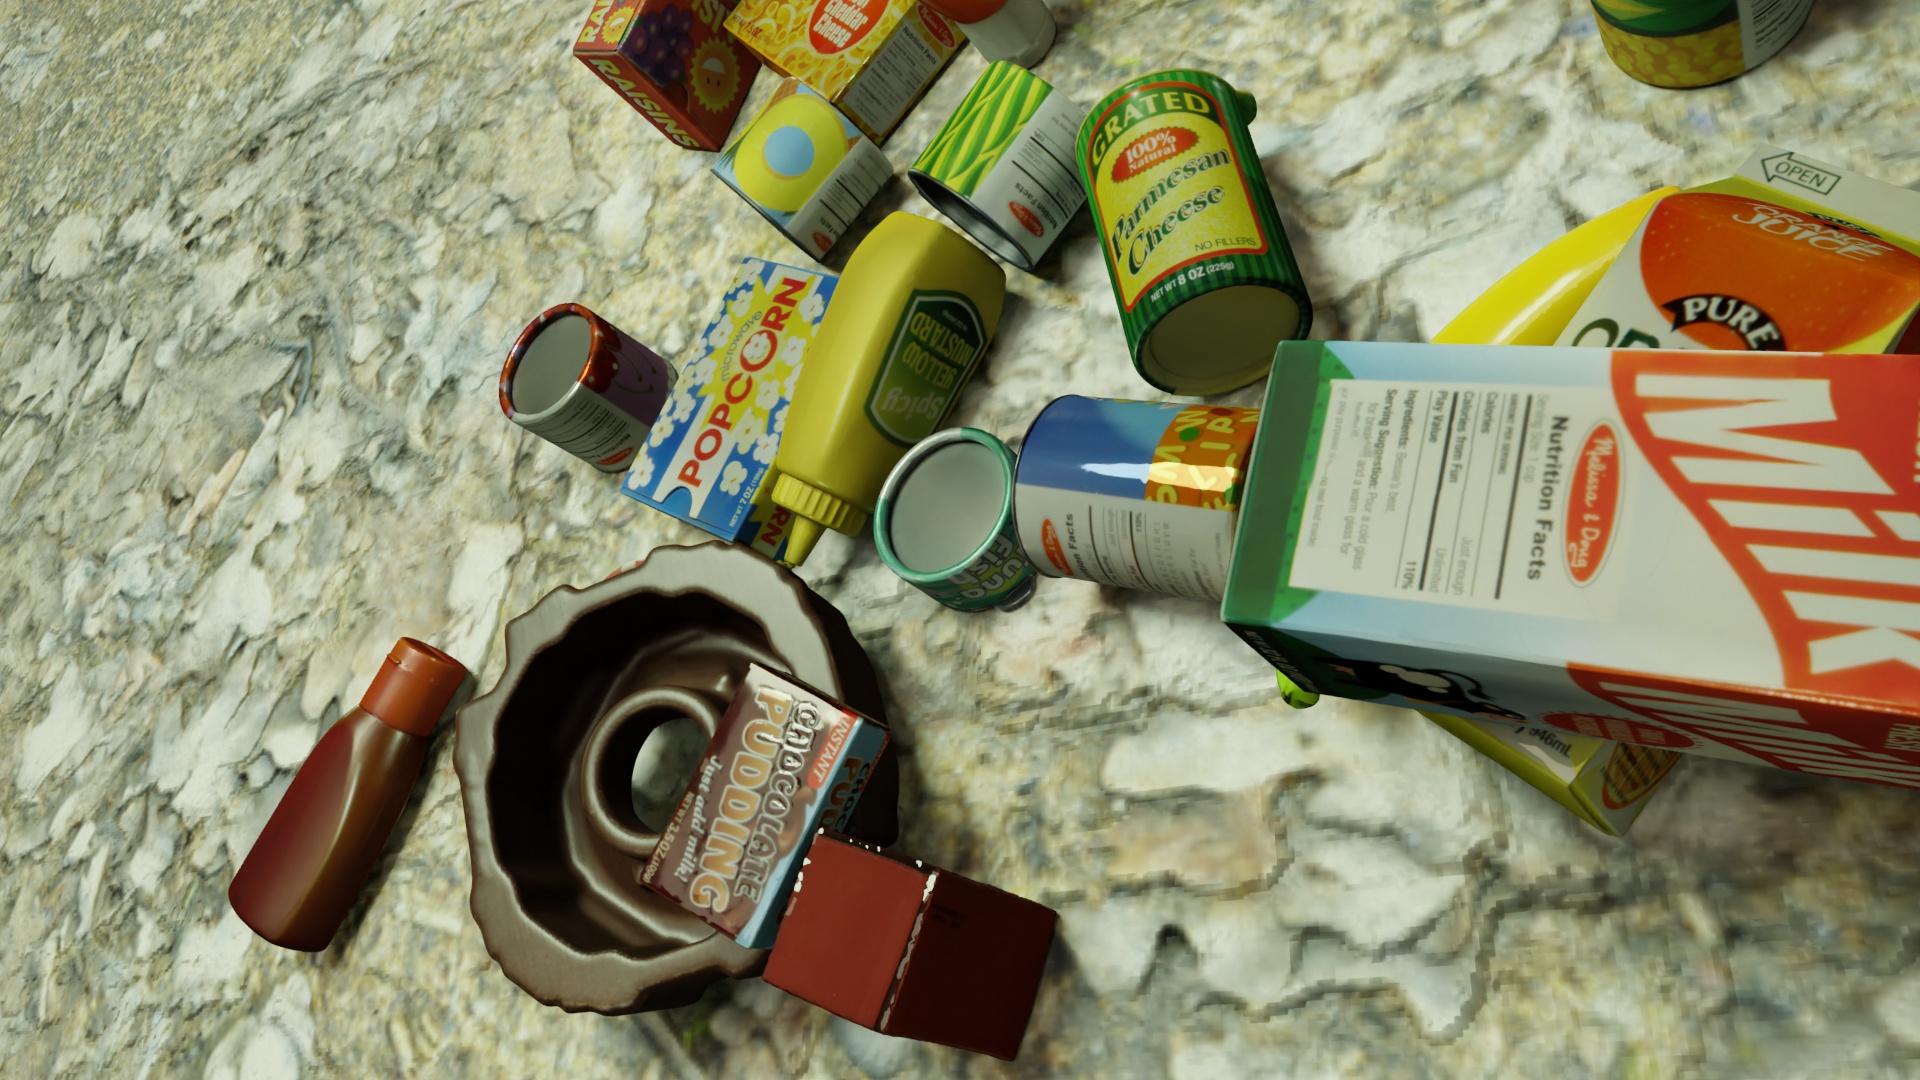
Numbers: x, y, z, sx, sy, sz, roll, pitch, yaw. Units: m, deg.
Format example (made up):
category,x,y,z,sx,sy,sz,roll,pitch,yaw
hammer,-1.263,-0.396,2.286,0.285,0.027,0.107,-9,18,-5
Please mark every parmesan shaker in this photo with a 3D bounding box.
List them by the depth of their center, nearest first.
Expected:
category,x,y,z,sx,sy,sz,roll,pitch,yaw
parmesan shaker,0.087,-0.114,0.510,0.071,0.071,0.103,-25,56,23

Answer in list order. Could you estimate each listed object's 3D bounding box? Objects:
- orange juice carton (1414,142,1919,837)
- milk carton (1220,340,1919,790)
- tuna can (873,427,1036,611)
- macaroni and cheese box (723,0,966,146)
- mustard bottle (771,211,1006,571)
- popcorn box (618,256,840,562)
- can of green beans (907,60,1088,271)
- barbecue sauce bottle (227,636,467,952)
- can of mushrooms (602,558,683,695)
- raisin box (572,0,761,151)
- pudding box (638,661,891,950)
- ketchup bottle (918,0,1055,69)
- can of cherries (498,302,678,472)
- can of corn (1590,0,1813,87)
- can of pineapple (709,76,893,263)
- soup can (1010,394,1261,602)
category,x,y,z,sx,sy,sz,roll,pitch,yaw
orange juice carton,0.199,-0.021,0.382,0.072,0.073,0.192,36,90,39
milk carton,0.163,0.006,0.301,0.190,0.072,0.073,6,74,32
tuna can,0.002,-0.007,0.538,0.071,0.033,0.071,-16,60,29
macaroni and cheese box,-0.029,-0.294,0.696,0.166,0.040,0.124,-49,50,5
mustard bottle,-0.038,-0.053,0.572,0.049,0.065,0.160,25,89,45
popcorn box,-0.088,-0.060,0.623,0.085,0.038,0.127,21,81,38
can of green beans,0.021,-0.155,0.576,0.058,0.071,0.071,-53,50,2
barbecue sauce bottle,-0.295,0.119,0.676,0.065,0.043,0.148,24,82,40
can of mushrooms,-0.134,0.042,0.608,0.071,0.033,0.071,-16,59,29
raisin box,-0.141,-0.284,0.738,0.040,0.086,0.123,15,77,34
pudding box,-0.065,0.089,0.467,0.050,0.030,0.084,25,83,23
ketchup bottle,-0.009,-0.260,0.594,0.064,0.148,0.044,-35,52,15
can of cherries,-0.183,-0.077,0.684,0.071,0.058,0.072,-15,61,29
can of corn,0.235,-0.192,0.450,0.071,0.058,0.071,-15,60,29
can of pineapple,-0.075,-0.174,0.651,0.058,0.071,0.071,-49,50,4
soup can,0.071,-0.017,0.475,0.084,0.071,0.071,8,73,37
